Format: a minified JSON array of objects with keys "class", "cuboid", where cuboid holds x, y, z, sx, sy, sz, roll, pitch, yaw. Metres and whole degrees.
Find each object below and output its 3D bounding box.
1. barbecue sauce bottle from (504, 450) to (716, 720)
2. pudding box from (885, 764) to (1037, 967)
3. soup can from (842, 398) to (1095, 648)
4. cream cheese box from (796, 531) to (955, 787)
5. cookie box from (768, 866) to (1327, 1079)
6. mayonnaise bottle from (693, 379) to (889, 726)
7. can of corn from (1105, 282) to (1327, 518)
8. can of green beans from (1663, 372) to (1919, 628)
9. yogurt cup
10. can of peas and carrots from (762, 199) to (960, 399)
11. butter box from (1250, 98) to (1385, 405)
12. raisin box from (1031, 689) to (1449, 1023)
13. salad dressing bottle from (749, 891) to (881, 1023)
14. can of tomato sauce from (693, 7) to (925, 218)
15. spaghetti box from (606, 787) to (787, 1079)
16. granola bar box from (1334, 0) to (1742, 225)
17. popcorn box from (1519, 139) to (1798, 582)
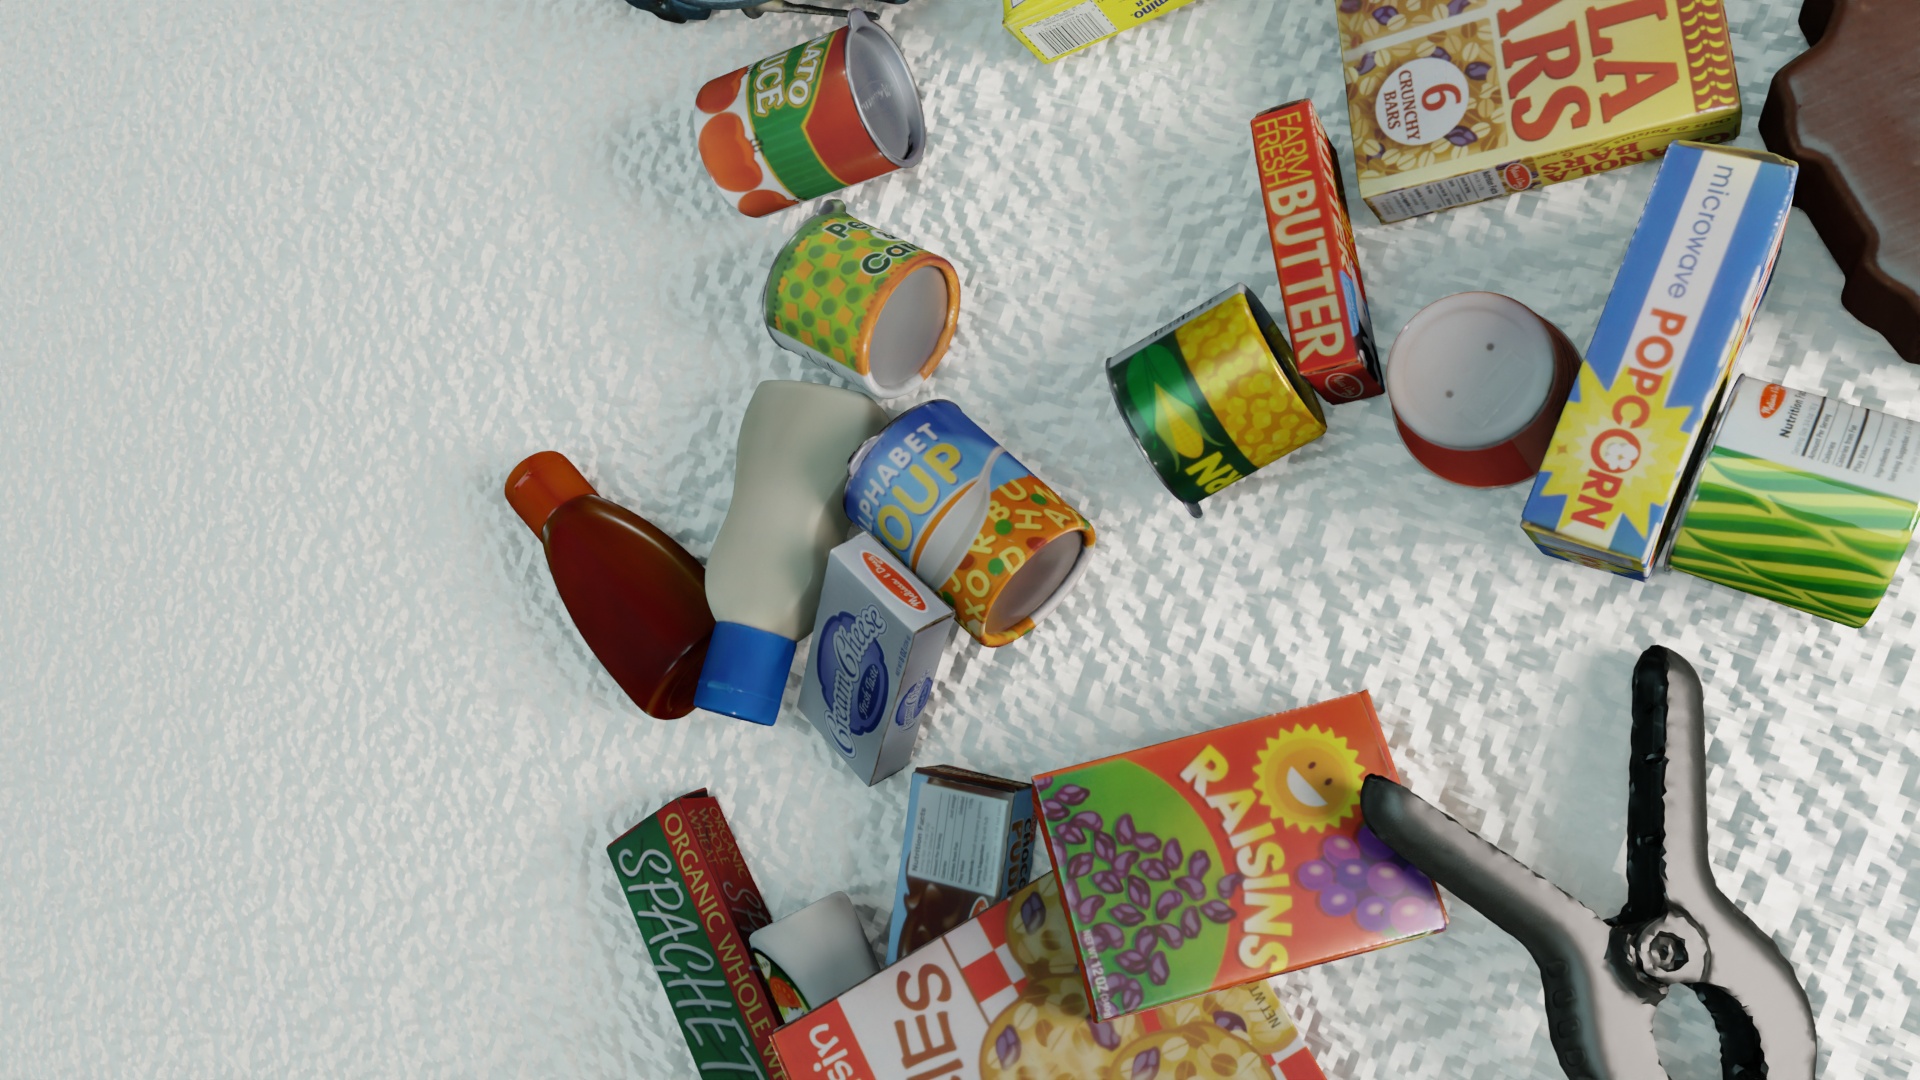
[{"class":"barbecue sauce bottle","cuboid":[-0.165,0.015,0.663,0.065,0.043,0.149,-48,65,5]},{"class":"pudding box","cuboid":[0.001,0.138,0.569,0.049,0.030,0.083,6,87,27]},{"class":"soup can","cuboid":[0.002,-0.007,0.564,0.084,0.071,0.071,43,103,25]},{"class":"cream cheese box","cuboid":[-0.037,0.050,0.574,0.053,0.024,0.103,43,139,26]},{"class":"cookie box","cuboid":[0.033,0.192,0.501,0.168,0.040,0.123,-28,70,-7]},{"class":"mayonnaise bottle","cuboid":[-0.079,0.005,0.606,0.065,0.041,0.148,10,77,23]},{"class":"can of corn","cuboid":[0.098,-0.053,0.523,0.058,0.071,0.071,-30,71,21]},{"class":"can of green beans","cuboid":[0.262,-0.012,0.433,0.058,0.071,0.071,23,94,27]},{"class":"yogurt cup","cuboid":[0.182,-0.055,0.487,0.072,0.054,0.072,-3,83,27]},{"class":"can of peas and carrots","cuboid":[-0.041,-0.104,0.601,0.059,0.071,0.071,29,98,26]},{"class":"butter box","cuboid":[0.133,-0.106,0.519,0.024,0.053,0.103,-13,78,24]},{"class":"raisin box","cuboid":[0.095,0.110,0.487,0.123,0.040,0.086,-14,68,-3]},{"class":"salad dressing bottle","cuboid":[-0.037,0.220,0.566,0.148,0.044,0.064,64,156,12]},{"class":"can of tomato sauce","cuboid":[-0.069,-0.190,0.625,0.083,0.071,0.071,-12,79,26]},{"class":"spaghetti box","cuboid":[-0.084,0.229,0.602,0.050,0.029,0.250,-36,69,18]},{"class":"granola bar box","cuboid":[0.201,-0.211,0.505,0.124,0.039,0.165,-9,79,27]},{"class":"popcorn box","cuboid":[0.224,-0.053,0.447,0.038,0.085,0.126,22,94,27]}]
